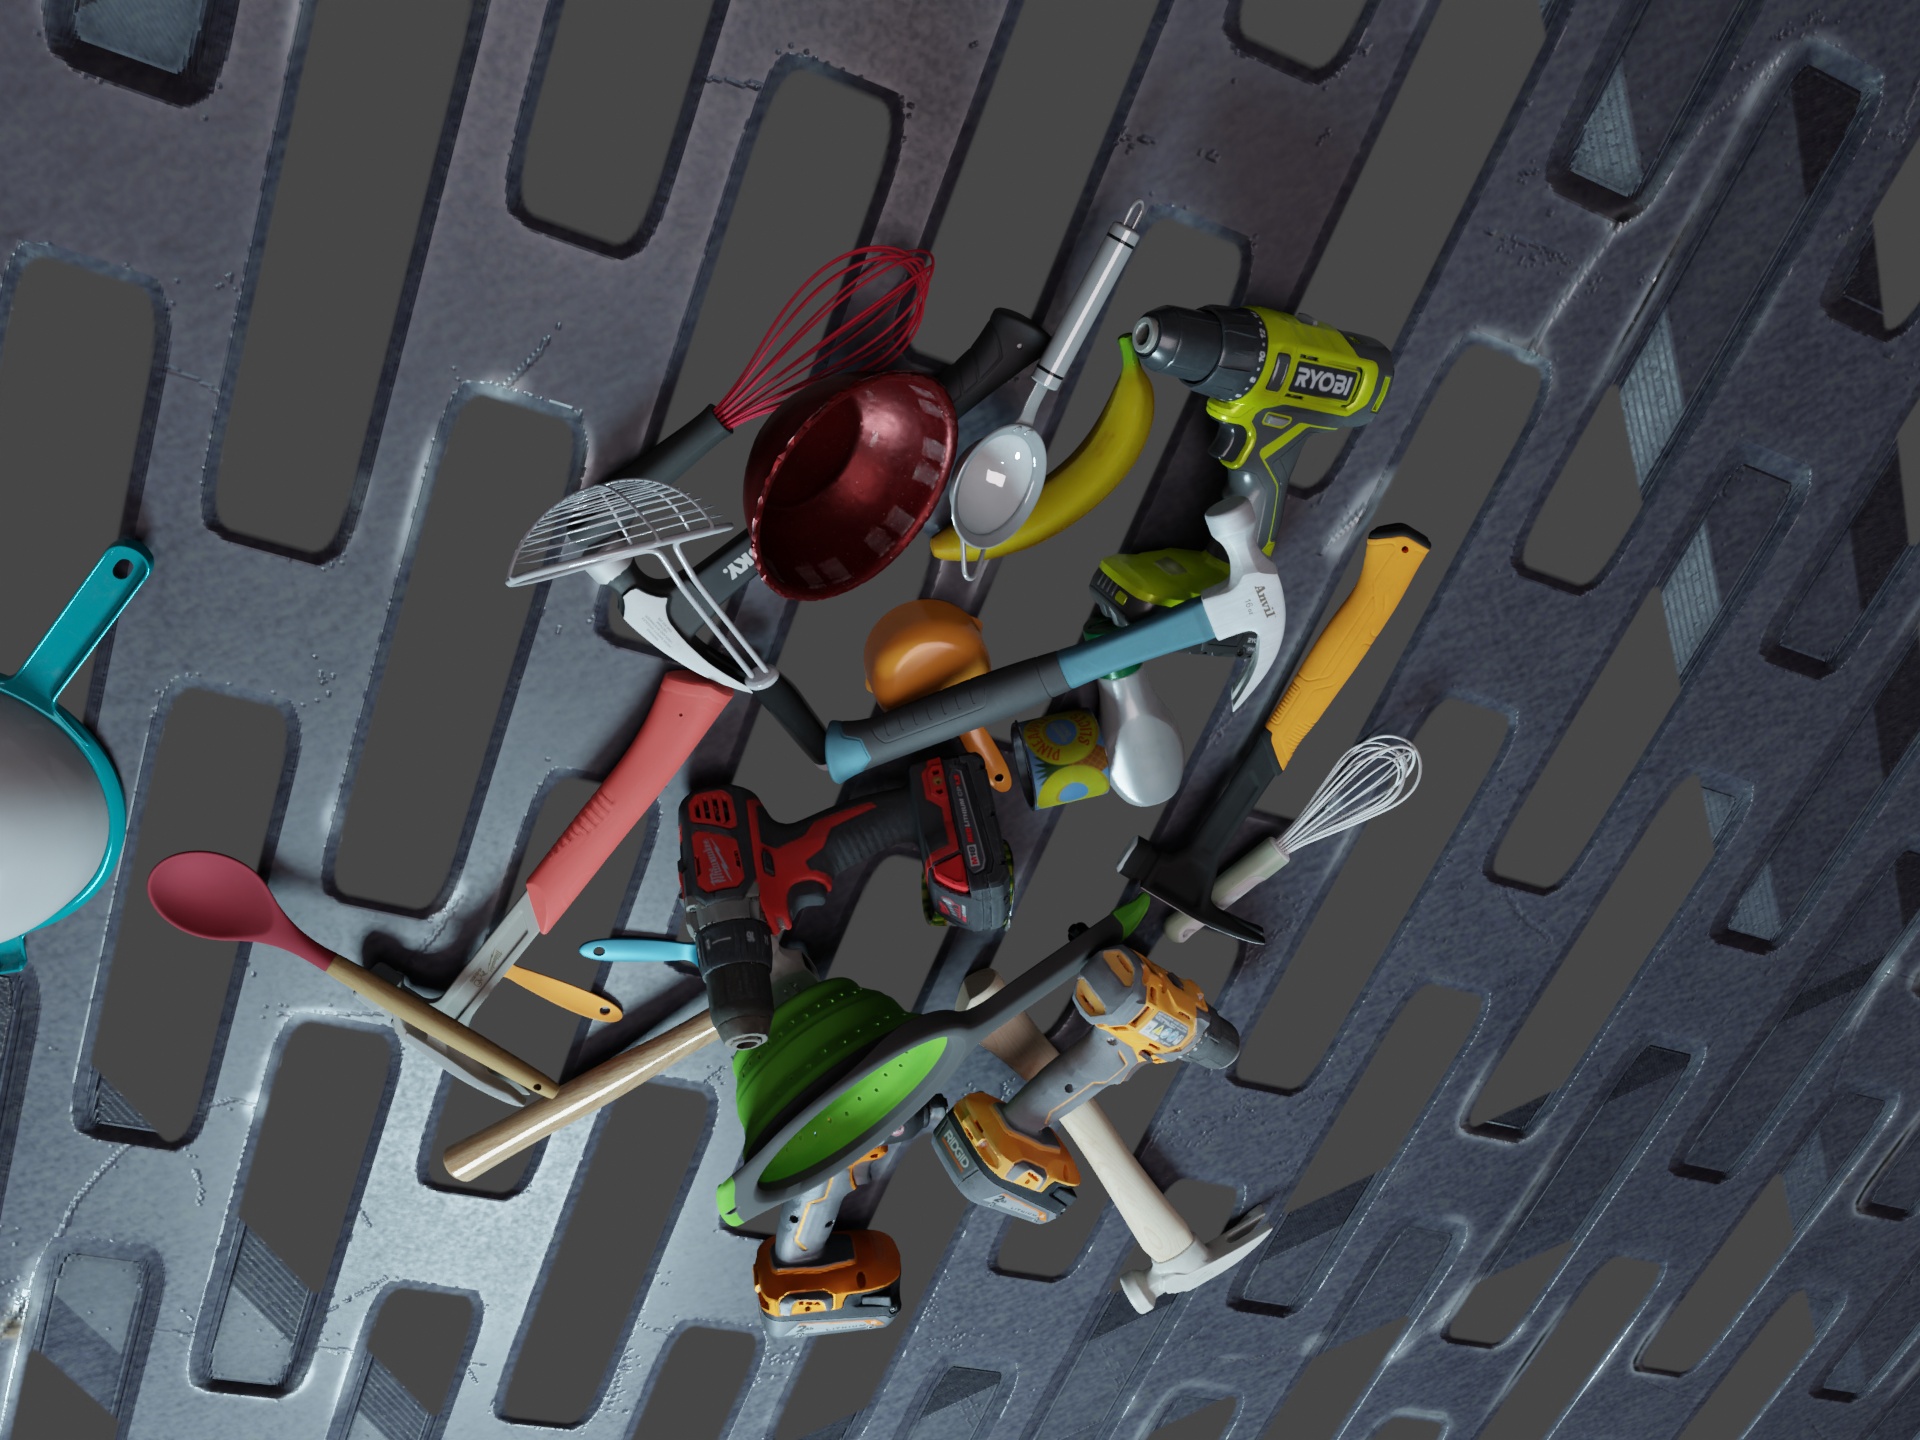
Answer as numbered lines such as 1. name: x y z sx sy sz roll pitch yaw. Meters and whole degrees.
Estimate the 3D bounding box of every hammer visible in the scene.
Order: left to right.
1. hammer: -0.273 0.111 1.133 0.149 0.037 0.359 38 103 -11
2. hammer: -0.253 0.269 1.225 0.331 0.031 0.129 -30 133 8
3. hammer: -0.076 -0.154 1.051 0.335 0.035 0.146 -37 118 8
4. hammer: 0.056 -0.030 1.052 0.331 0.033 0.128 -20 110 16
5. hammer: 0.124 0.351 1.356 0.146 0.038 0.410 -32 119 4
6. hammer: 0.253 0.007 1.189 0.127 0.034 0.337 30 106 1

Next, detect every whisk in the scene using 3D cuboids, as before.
1. whisk: -0.136 -0.201 1.001 0.296 0.073 0.073 -35 119 13
2. whisk: 0.257 0.097 1.248 0.246 0.059 0.057 -41 145 15

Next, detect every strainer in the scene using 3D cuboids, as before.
1. strainer: -0.614 0.029 0.995 0.210 0.095 0.340 36 106 -26
2. strainer: 0.051 -0.212 1.011 0.086 0.050 0.258 6 119 -52

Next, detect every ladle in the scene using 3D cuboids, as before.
1. ladle: -0.420 0.184 1.122 0.315 0.031 0.069 34 106 -12

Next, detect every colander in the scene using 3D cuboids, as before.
1. colander: -0.033 0.215 1.190 0.397 0.095 0.204 -32 156 -20

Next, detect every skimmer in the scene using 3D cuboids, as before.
1. skimmer: -0.148 -0.033 0.984 0.127 0.090 0.362 -13 148 13

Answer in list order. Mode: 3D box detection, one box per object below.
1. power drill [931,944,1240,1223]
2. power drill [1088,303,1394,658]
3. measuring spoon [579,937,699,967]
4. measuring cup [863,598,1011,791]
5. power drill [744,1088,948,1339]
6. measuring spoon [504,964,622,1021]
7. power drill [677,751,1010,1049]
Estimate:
1. power drill: 0.109 0.289 1.252 0.226 0.084 0.185 -48 134 9
2. power drill: 0.171 -0.163 1.057 0.190 0.080 0.228 3 117 -31
3. measuring spoon: -0.222 0.179 1.198 0.128 0.021 0.042 4 116 -16
4. measuring cup: -0.002 -0.004 1.133 0.095 0.052 0.173 -30 117 4
5. power drill: -0.094 0.391 1.306 0.164 0.084 0.226 -3 114 -11
6. measuring spoon: -0.306 0.201 1.202 0.116 0.011 0.021 31 106 -28
7. power drill: -0.081 0.121 1.105 0.226 0.188 0.080 -10 151 -4
